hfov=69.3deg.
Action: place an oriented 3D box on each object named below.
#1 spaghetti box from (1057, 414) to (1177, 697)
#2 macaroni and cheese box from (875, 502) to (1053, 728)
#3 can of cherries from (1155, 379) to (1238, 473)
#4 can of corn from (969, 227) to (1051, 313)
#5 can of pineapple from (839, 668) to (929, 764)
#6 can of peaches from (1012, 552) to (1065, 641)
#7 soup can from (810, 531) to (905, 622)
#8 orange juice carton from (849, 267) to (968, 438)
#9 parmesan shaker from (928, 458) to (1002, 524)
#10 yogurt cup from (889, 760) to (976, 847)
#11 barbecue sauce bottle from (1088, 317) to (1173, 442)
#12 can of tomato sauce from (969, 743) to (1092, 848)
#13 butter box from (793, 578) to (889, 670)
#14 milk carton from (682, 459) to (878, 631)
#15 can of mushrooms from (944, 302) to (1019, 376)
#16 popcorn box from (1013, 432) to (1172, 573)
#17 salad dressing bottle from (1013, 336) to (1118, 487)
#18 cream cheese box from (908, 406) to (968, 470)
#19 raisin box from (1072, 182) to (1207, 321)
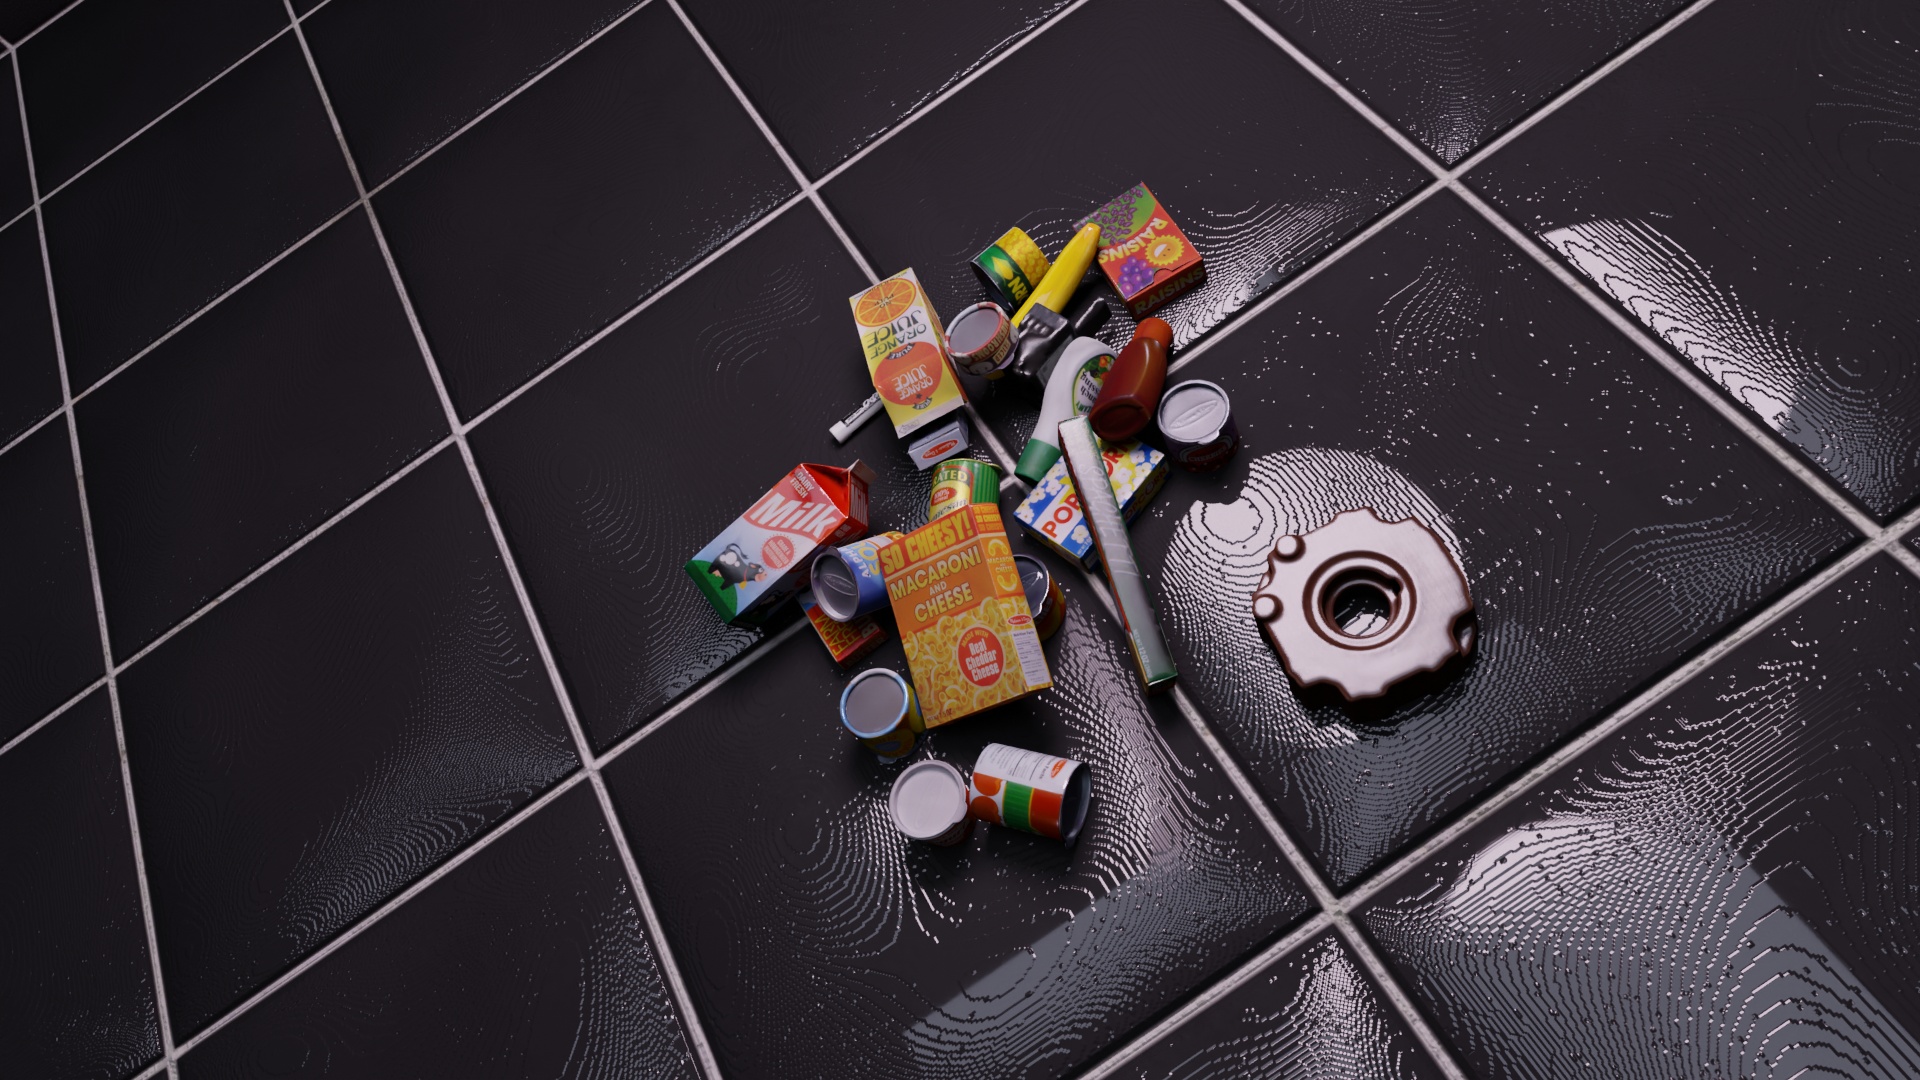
[{"bbox_3d":[0.133,0.010,1.200,0.029,0.050,0.250,-17,71,0],"label":"spaghetti box"},{"bbox_3d":[0.001,0.066,1.203,0.123,0.040,0.166,-26,76,39],"label":"macaroni and cheese box"},{"bbox_3d":[0.216,-0.101,1.260,0.071,0.058,0.072,-9,60,16],"label":"can of cherries"},{"bbox_3d":[0.054,-0.274,1.415,0.058,0.071,0.071,-40,56,-2],"label":"can of corn"},{"bbox_3d":[-0.066,0.155,1.231,0.071,0.057,0.071,-9,60,17],"label":"can of pineapple"},{"bbox_3d":[0.056,0.054,1.238,0.071,0.058,0.071,-9,60,16],"label":"can of peaches"},{"bbox_3d":[-0.085,0.030,1.278,0.084,0.071,0.071,-19,43,-42],"label":"soup can"},{"bbox_3d":[-0.048,-0.176,1.361,0.072,0.072,0.193,-26,45,8],"label":"orange juice carton"},{"bbox_3d":[0.005,-0.016,1.290,0.071,0.071,0.103,-6,61,19],"label":"parmesan shaker"},{"bbox_3d":[-0.020,0.226,1.176,0.072,0.053,0.073,-10,60,17],"label":"yogurt cup"},{"bbox_3d":[0.164,-0.154,1.288,0.064,0.043,0.149,-28,24,39],"label":"barbecue sauce bottle"},{"bbox_3d":[0.058,0.210,1.148,0.083,0.071,0.071,9,67,26],"label":"can of tomato sauce"},{"bbox_3d":[-0.115,0.069,1.318,0.053,0.024,0.104,-37,56,0],"label":"butter box"},{"bbox_3d":[-0.157,-0.006,1.303,0.190,0.072,0.073,-41,75,2],"label":"milk carton"},{"bbox_3d":[0.021,-0.190,1.316,0.071,0.033,0.071,-19,48,23],"label":"can of mushrooms"},{"bbox_3d":[0.122,-0.043,1.277,0.085,0.038,0.127,34,79,33],"label":"popcorn box"},{"bbox_3d":[0.099,-0.120,1.318,0.044,0.064,0.148,20,80,42],"label":"salad dressing bottle"},{"bbox_3d":[-0.021,-0.102,1.340,0.053,0.024,0.104,-25,17,8],"label":"cream cheese box"},{"bbox_3d":[0.179,-0.290,1.390,0.086,0.040,0.124,-30,57,3],"label":"raisin box"}]
